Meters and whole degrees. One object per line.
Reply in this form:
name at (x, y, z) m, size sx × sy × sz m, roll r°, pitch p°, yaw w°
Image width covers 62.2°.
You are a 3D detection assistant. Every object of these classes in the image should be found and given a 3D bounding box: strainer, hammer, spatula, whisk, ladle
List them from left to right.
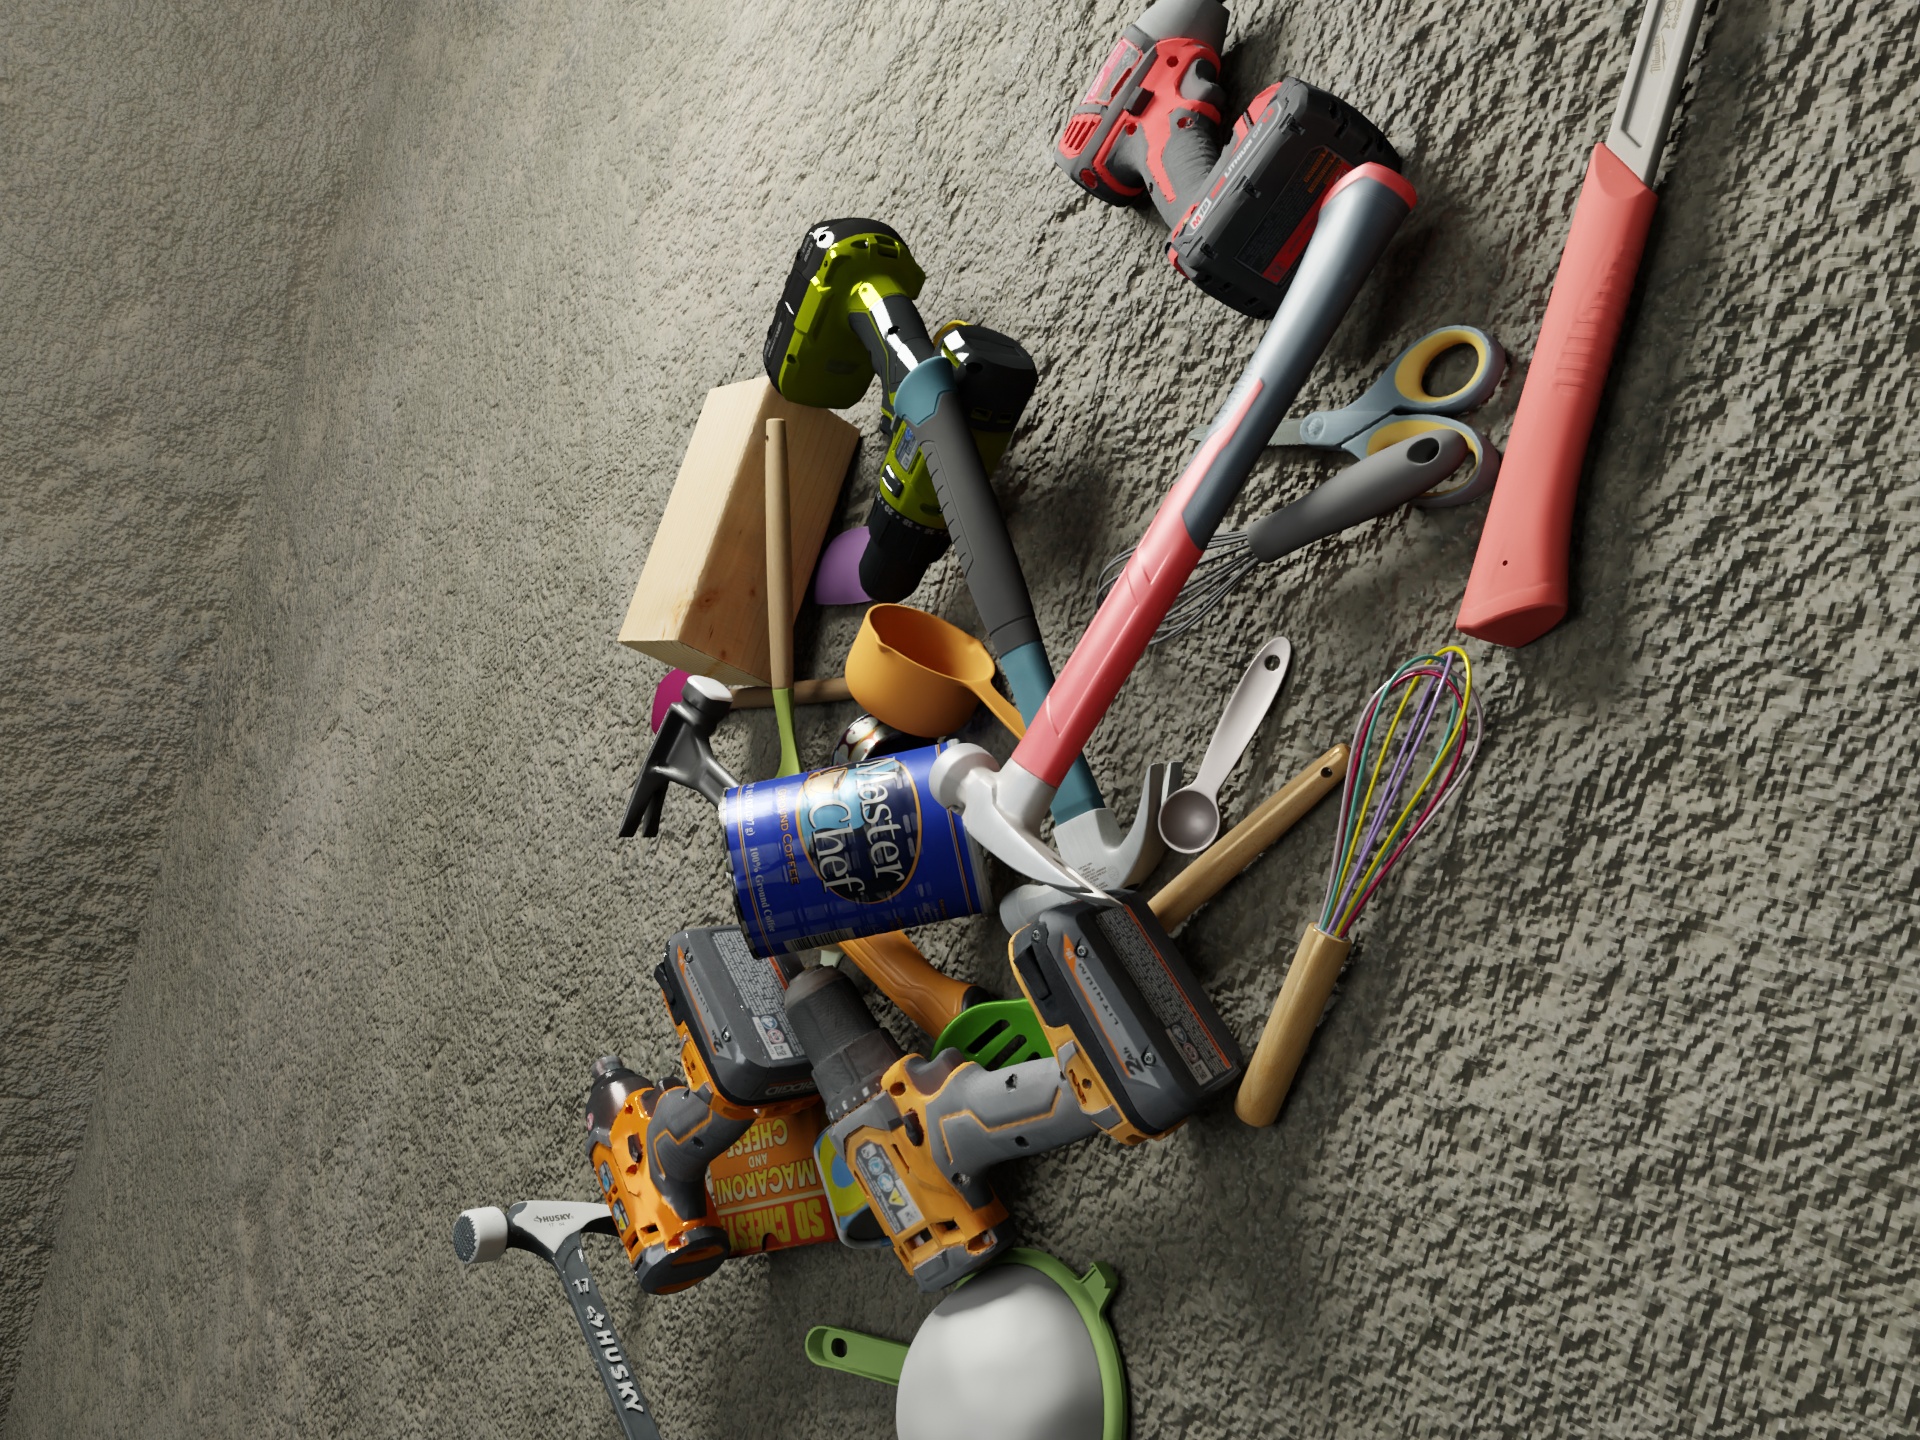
hammer at (-0.191, 0.475, 1.014) m, size 0.036 × 0.149 × 0.409 m, roll -56°, pitch 50°, yaw 23°
ladle at (-0.135, -0.048, 1.102) m, size 0.078 × 0.062 × 0.320 m, roll 3°, pitch 95°, yaw 63°
spatula at (-0.148, -0.112, 1.228) m, size 0.316 × 0.018 × 0.060 m, roll 0°, pitch 73°, yaw 50°
hammer at (-0.101, 0.107, 1.015) m, size 0.337 × 0.034 × 0.127 m, roll 38°, pitch 108°, yaw 35°
strainer at (-0.023, 0.360, 0.866) m, size 0.256 × 0.069 × 0.151 m, roll -11°, pitch 70°, yaw 48°
hammer at (0.029, -0.051, 0.899) m, size 0.128 × 0.033 × 0.331 m, roll -28°, pitch 75°, yaw 34°
hammer at (0.122, -0.095, 0.787) m, size 0.386 × 0.038 × 0.143 m, roll -59°, pitch 38°, yaw 5°
whisk at (0.156, -0.094, 0.814) m, size 0.239 × 0.055 × 0.055 m, roll -25°, pitch 59°, yaw 46°
whisk at (0.180, 0.080, 0.735) m, size 0.047 × 0.051 × 0.245 m, roll 32°, pitch 106°, yaw 45°
hammer at (0.280, -0.210, 0.714) m, size 0.149 × 0.036 × 0.359 m, roll 17°, pitch 90°, yaw 52°

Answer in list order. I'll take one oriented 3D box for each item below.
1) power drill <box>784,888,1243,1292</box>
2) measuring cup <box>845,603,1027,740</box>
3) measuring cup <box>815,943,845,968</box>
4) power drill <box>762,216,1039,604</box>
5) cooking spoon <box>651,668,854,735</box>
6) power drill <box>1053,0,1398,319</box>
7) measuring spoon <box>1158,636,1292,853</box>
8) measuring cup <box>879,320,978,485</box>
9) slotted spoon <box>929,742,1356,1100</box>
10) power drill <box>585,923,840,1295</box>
power drill at (0.012, 0.173, 0.832) m, size 0.226 × 0.084 × 0.185 m, roll -41°, pitch 72°, yaw 31°
measuring cup at (-0.002, -0.003, 0.972) m, size 0.174 × 0.095 × 0.052 m, roll 44°, pitch 118°, yaw 29°
measuring cup at (-0.102, 0.159, 1.058) m, size 0.083 × 0.038 × 0.167 m, roll 11°, pitch 85°, yaw 52°
power drill at (-0.050, -0.208, 1.054) m, size 0.229 × 0.080 × 0.190 m, roll 58°, pitch 133°, yaw 37°
cooking spoon at (-0.160, -0.018, 1.210) m, size 0.319 × 0.017 × 0.069 m, roll -3°, pitch 76°, yaw 51°
power drill at (0.142, -0.333, 0.901) m, size 0.143 × 0.078 × 0.220 m, roll -54°, pitch 39°, yaw 23°
measuring spoon at (0.142, 0.013, 0.829) m, size 0.034 × 0.018 × 0.124 m, roll 30°, pitch 95°, yaw 29°
measuring cup at (-0.017, -0.205, 1.100) m, size 0.156 × 0.029 × 0.062 m, roll -58°, pitch 43°, yaw 39°
slotted spoon at (0.092, 0.117, 0.838) m, size 0.070 × 0.031 × 0.313 m, roll 47°, pitch 117°, yaw 7°
power drill at (-0.171, 0.229, 0.995) m, size 0.164 × 0.084 × 0.226 m, roll 56°, pitch 129°, yaw 35°
